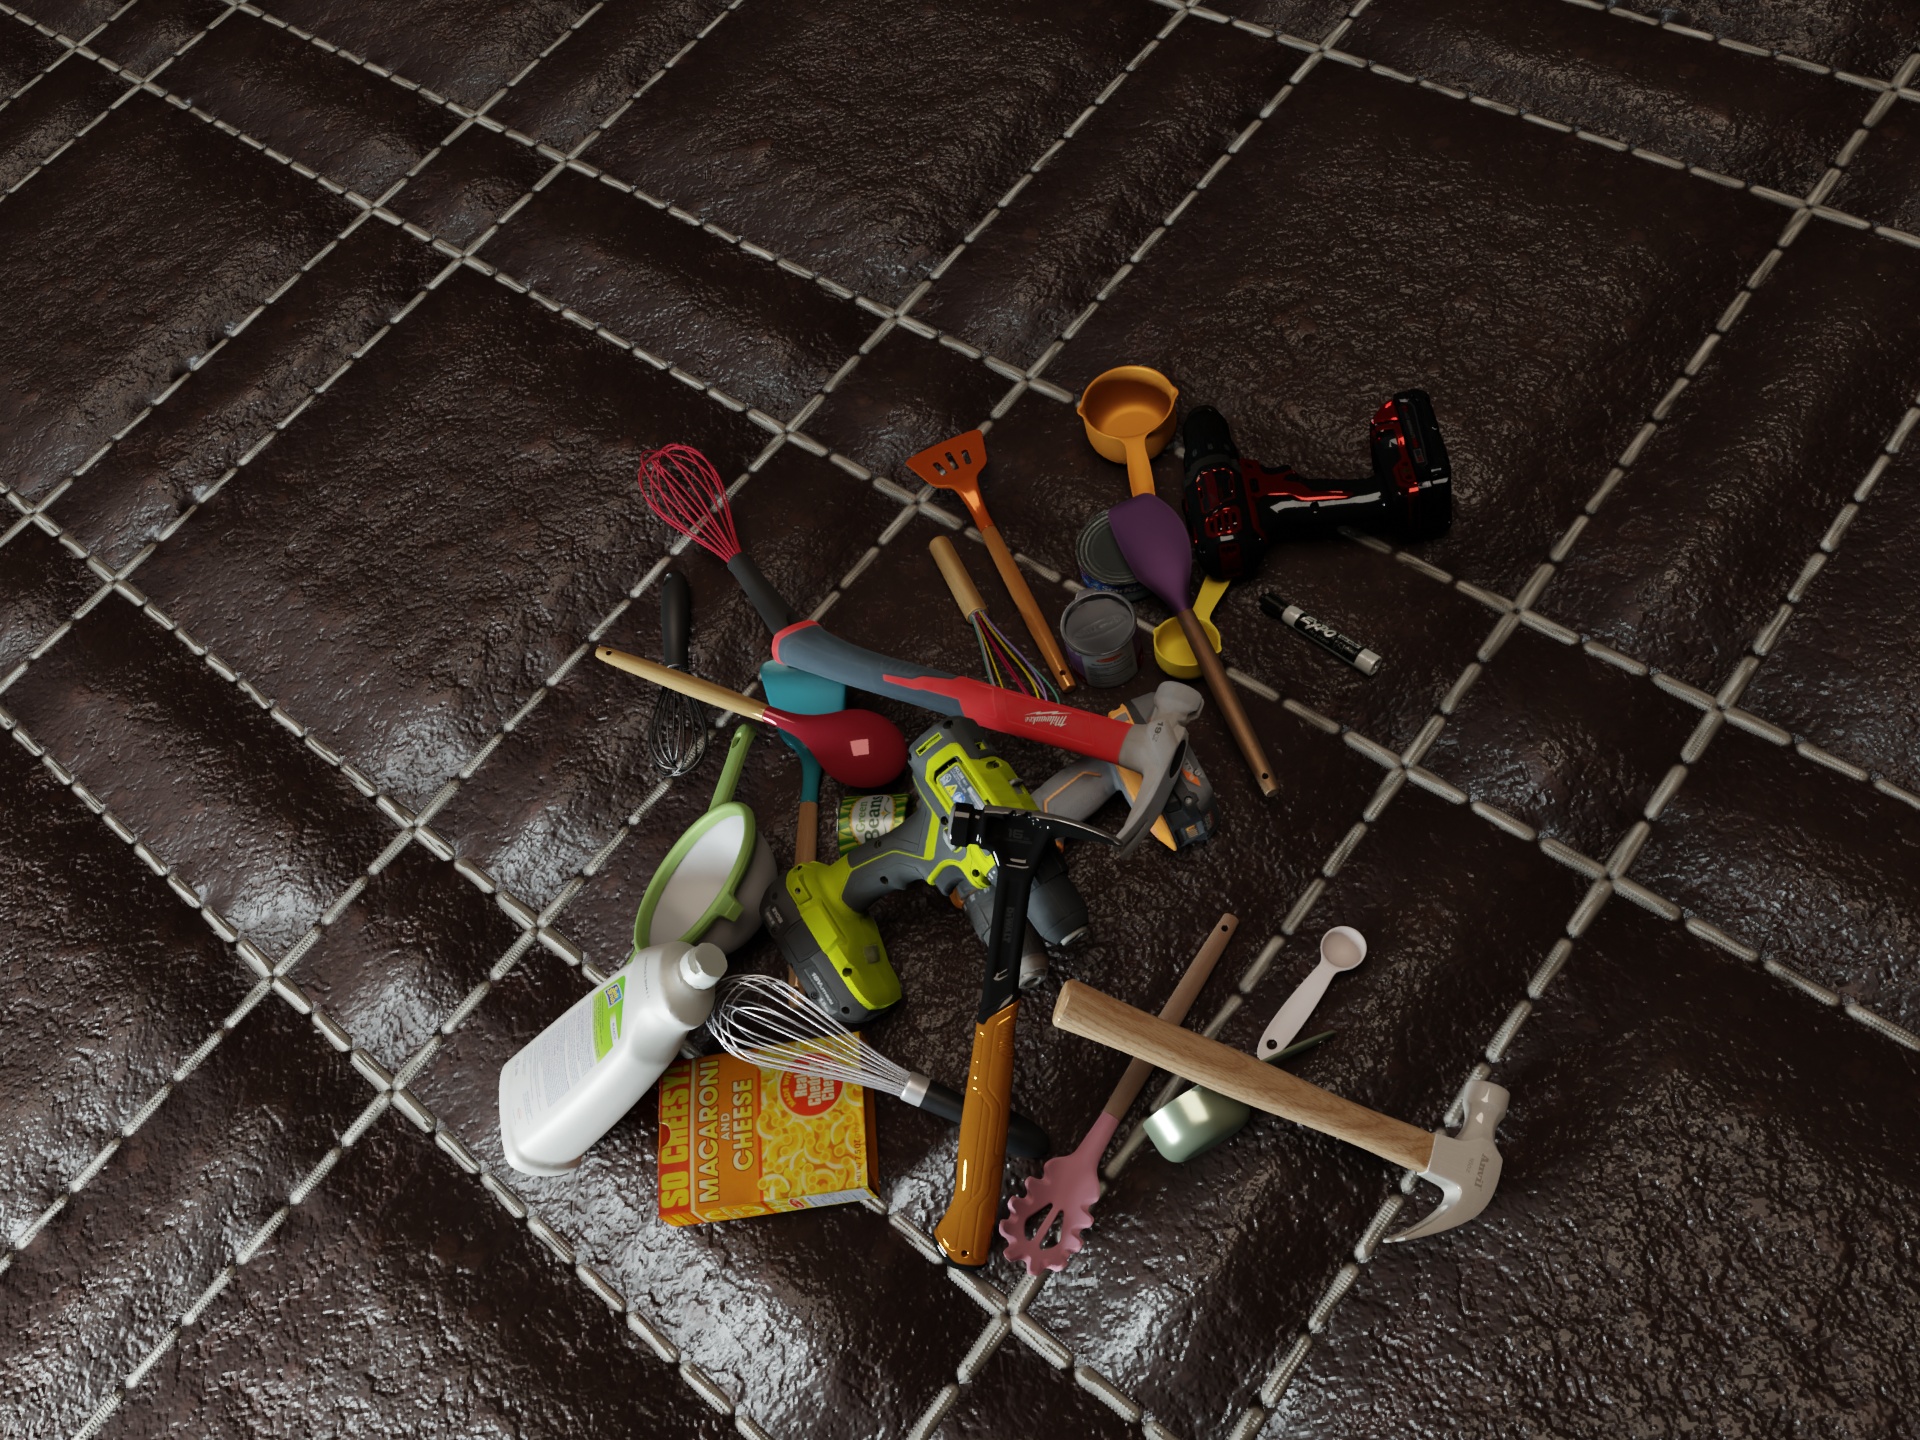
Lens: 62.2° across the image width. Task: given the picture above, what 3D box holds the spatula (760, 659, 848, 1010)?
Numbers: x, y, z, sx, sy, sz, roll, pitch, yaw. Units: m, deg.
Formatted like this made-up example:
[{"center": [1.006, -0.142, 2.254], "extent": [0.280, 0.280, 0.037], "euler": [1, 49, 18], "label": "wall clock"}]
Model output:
[{"center": [-0.136, 0.091, 1.359], "extent": [0.082, 0.044, 0.318], "euler": [-5, 61, 9], "label": "spatula"}]

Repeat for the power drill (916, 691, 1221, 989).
[{"center": [0.095, 0.097, 1.283], "extent": [0.226, 0.084, 0.186], "euler": [-25, 60, 3], "label": "power drill"}]

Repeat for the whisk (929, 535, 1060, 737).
[{"center": [0.026, -0.081, 1.422], "extent": [0.051, 0.047, 0.245], "euler": [-26, 55, -1], "label": "whisk"}]

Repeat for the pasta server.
[{"center": [0.128, 0.273, 1.195], "extent": [0.060, 0.040, 0.316], "euler": [31, 70, 14], "label": "pasta server"}]

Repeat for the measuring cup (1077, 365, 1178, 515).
[{"center": [0.164, -0.249, 1.481], "extent": [0.095, 0.052, 0.174], "euler": [-10, 61, 8], "label": "measuring cup"}]

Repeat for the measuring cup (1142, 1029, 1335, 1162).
[{"center": [0.214, 0.274, 1.165], "extent": [0.167, 0.083, 0.038], "euler": [-21, 66, -17], "label": "measuring cup"}]

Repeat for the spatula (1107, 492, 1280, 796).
[{"center": [0.202, -0.071, 1.347], "extent": [0.060, 0.018, 0.316], "euler": [-24, 60, 7], "label": "spatula"}]

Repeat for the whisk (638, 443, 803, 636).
[{"center": [-0.222, -0.166, 1.520], "extent": [0.073, 0.073, 0.296], "euler": [-35, 64, -8], "label": "whisk"}]

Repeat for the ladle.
[{"center": [-0.190, -0.015, 1.393], "extent": [0.315, 0.031, 0.069], "euler": [19, 69, 21], "label": "ladle"}]

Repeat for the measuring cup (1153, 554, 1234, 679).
[{"center": [0.217, -0.096, 1.401], "extent": [0.062, 0.029, 0.157], "euler": [18, 54, 19], "label": "measuring cup"}]

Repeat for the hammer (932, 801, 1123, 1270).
[{"center": [0.033, 0.233, 1.155], "extent": [0.127, 0.034, 0.337], "euler": [8, 91, 6], "label": "hammer"}]

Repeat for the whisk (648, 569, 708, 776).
[{"center": [-0.261, -0.048, 1.469], "extent": [0.055, 0.055, 0.239], "euler": [-13, 54, 6], "label": "whisk"}]

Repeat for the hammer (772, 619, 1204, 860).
[{"center": [-0.002, -0.004, 1.306], "extent": [0.386, 0.038, 0.143], "euler": [16, 72, 29], "label": "hammer"}]

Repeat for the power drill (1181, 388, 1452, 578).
[{"center": [0.307, -0.225, 1.417], "extent": [0.226, 0.080, 0.188], "euler": [-11, 53, 10], "label": "power drill"}]

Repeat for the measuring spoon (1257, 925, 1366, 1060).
[{"center": [0.266, 0.211, 1.215], "extent": [0.034, 0.018, 0.124], "euler": [35, 80, 28], "label": "measuring spoon"}]

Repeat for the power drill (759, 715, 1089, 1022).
[{"center": [-0.026, 0.134, 1.232], "extent": [0.228, 0.080, 0.191], "euler": [-39, 75, 17], "label": "power drill"}]

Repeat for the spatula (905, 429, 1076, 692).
[{"center": [0.037, -0.153, 1.473], "extent": [0.081, 0.041, 0.323], "euler": [-24, 62, -2], "label": "spatula"}]

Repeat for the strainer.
[{"center": [-0.192, 0.110, 1.354], "extent": [0.151, 0.069, 0.257], "euler": [-33, 31, 35], "label": "strainer"}]

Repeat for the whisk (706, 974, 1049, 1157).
[{"center": [-0.063, 0.263, 1.195], "extent": [0.284, 0.070, 0.070], "euler": [24, 67, 1], "label": "whisk"}]

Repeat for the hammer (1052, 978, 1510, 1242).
[{"center": [0.220, 0.262, 1.112], "extent": [0.331, 0.031, 0.130], "euler": [22, 65, -1], "label": "hammer"}]
